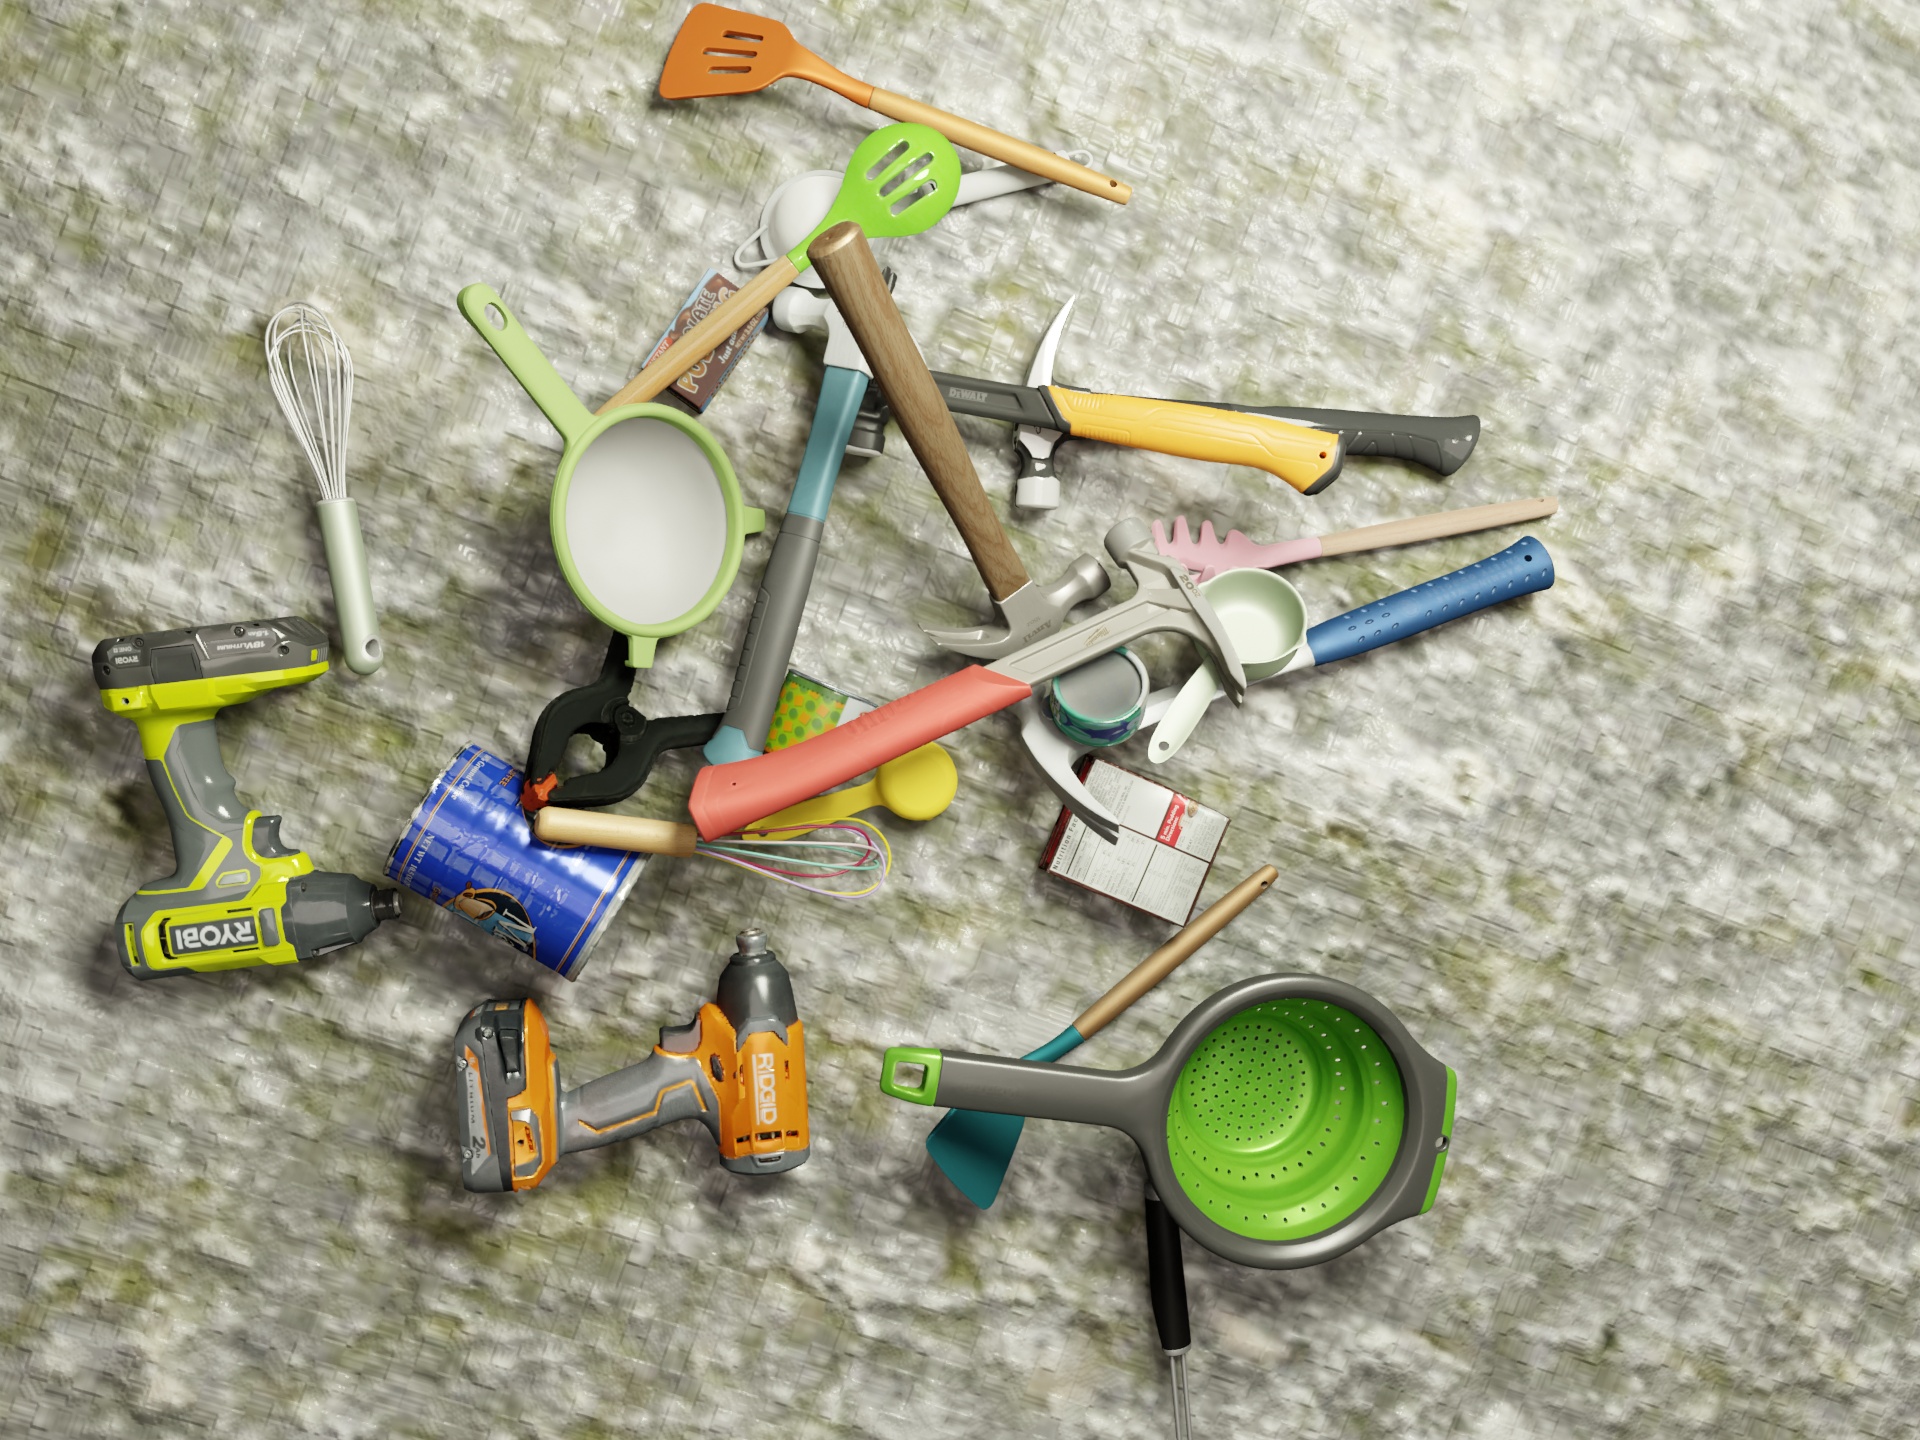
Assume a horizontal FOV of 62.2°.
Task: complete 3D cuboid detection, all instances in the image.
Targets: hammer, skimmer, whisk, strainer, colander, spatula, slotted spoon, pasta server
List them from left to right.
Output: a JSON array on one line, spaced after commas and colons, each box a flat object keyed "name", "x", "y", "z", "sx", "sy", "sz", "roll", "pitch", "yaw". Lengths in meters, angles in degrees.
[{"name": "whisk", "x": -0.413, "y": -0.151, "z": 1.045, "sx": 0.059, "sy": 0.058, "sz": 0.246, "roll": -5, "pitch": 97, "yaw": 27}, {"name": "strainer", "x": -0.244, "y": -0.165, "z": 1.012, "sx": 0.151, "sy": 0.069, "sz": 0.256, "roll": -56, "pitch": 129, "yaw": -28}, {"name": "whisk", "x": -0.156, "y": 0.078, "z": 1.042, "sx": 0.244, "sy": 0.051, "sz": 0.047, "roll": 10, "pitch": 111, "yaw": -28}, {"name": "slotted spoon", "x": -0.129, "y": -0.281, "z": 1.042, "sx": 0.314, "sy": 0.031, "sz": 0.070, "roll": -38, "pitch": 101, "yaw": 3}, {"name": "hammer", "x": -0.107, "y": -0.121, "z": 1.049, "sx": 0.128, "sy": 0.033, "sz": 0.331, "roll": 15, "pitch": 89, "yaw": 27}, {"name": "spatula", "x": -0.038, "y": -0.405, "z": 1.069, "sx": 0.322, "sy": 0.041, "sz": 0.081, "roll": 18, "pitch": 73, "yaw": -7}, {"name": "strainer", "x": -0.030, "y": -0.356, "z": 1.085, "sx": 0.258, "sy": 0.050, "sz": 0.087, "roll": -17, "pitch": 80, "yaw": -9}, {"name": "hammer", "x": -0.012, "y": -0.165, "z": 1.011, "sx": 0.130, "sy": 0.031, "sz": 0.331, "roll": -37, "pitch": 130, "yaw": -7}, {"name": "hammer", "x": -0.002, "y": -0.003, "z": 1.021, "sx": 0.359, "sy": 0.036, "sz": 0.149, "roll": -25, "pitch": 65, "yaw": -10}, {"name": "hammer", "x": 0.089, "y": -0.212, "z": 1.062, "sx": 0.337, "sy": 0.034, "sz": 0.127, "roll": 12, "pitch": 94, "yaw": 9}, {"name": "spatula", "x": 0.109, "y": 0.211, "z": 1.125, "sx": 0.317, "sy": 0.044, "sz": 0.082, "roll": -39, "pitch": 117, "yaw": -6}, {"name": "colander", "x": 0.137, "y": 0.255, "z": 1.100, "sx": 0.397, "sy": 0.094, "sz": 0.204, "roll": 9, "pitch": 94, "yaw": -10}, {"name": "skimmer", "x": 0.181, "y": 0.511, "z": 1.126, "sx": 0.127, "sy": 0.090, "sz": 0.363, "roll": -7, "pitch": 91, "yaw": -39}, {"name": "hammer", "x": 0.205, "y": -0.214, "z": 1.122, "sx": 0.334, "sy": 0.035, "sz": 0.146, "roll": 2, "pitch": 93, "yaw": -7}, {"name": "hammer", "x": 0.235, "y": -0.040, "z": 1.114, "sx": 0.405, "sy": 0.035, "sz": 0.144, "roll": -20, "pitch": 64, "yaw": -10}, {"name": "pasta server", "x": 0.281, "y": -0.134, "z": 1.134, "sx": 0.316, "sy": 0.060, "sz": 0.040, "roll": -11, "pitch": 134, "yaw": -9}]

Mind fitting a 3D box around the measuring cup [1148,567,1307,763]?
[{"name": "measuring cup", "x": 0.171, "y": -0.029, "z": 1.068, "sx": 0.083, "sy": 0.038, "sz": 0.168, "roll": 30, "pitch": 68, "yaw": 16}]

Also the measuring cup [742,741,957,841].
[{"name": "measuring cup", "x": -0.076, "y": 0.058, "z": 1.101, "sx": 0.156, "sy": 0.029, "sz": 0.062, "roll": -19, "pitch": 95, "yaw": -7}]

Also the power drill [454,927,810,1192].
[{"name": "power drill", "x": -0.217, "y": 0.228, "z": 1.069, "sx": 0.226, "sy": 0.084, "sz": 0.164, "roll": -3, "pitch": 93, "yaw": -11}]

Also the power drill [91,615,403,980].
[{"name": "power drill", "x": -0.463, "y": 0.049, "z": 1.032, "sx": 0.171, "sy": 0.080, "sz": 0.223, "roll": -7, "pitch": 97, "yaw": -6}]
